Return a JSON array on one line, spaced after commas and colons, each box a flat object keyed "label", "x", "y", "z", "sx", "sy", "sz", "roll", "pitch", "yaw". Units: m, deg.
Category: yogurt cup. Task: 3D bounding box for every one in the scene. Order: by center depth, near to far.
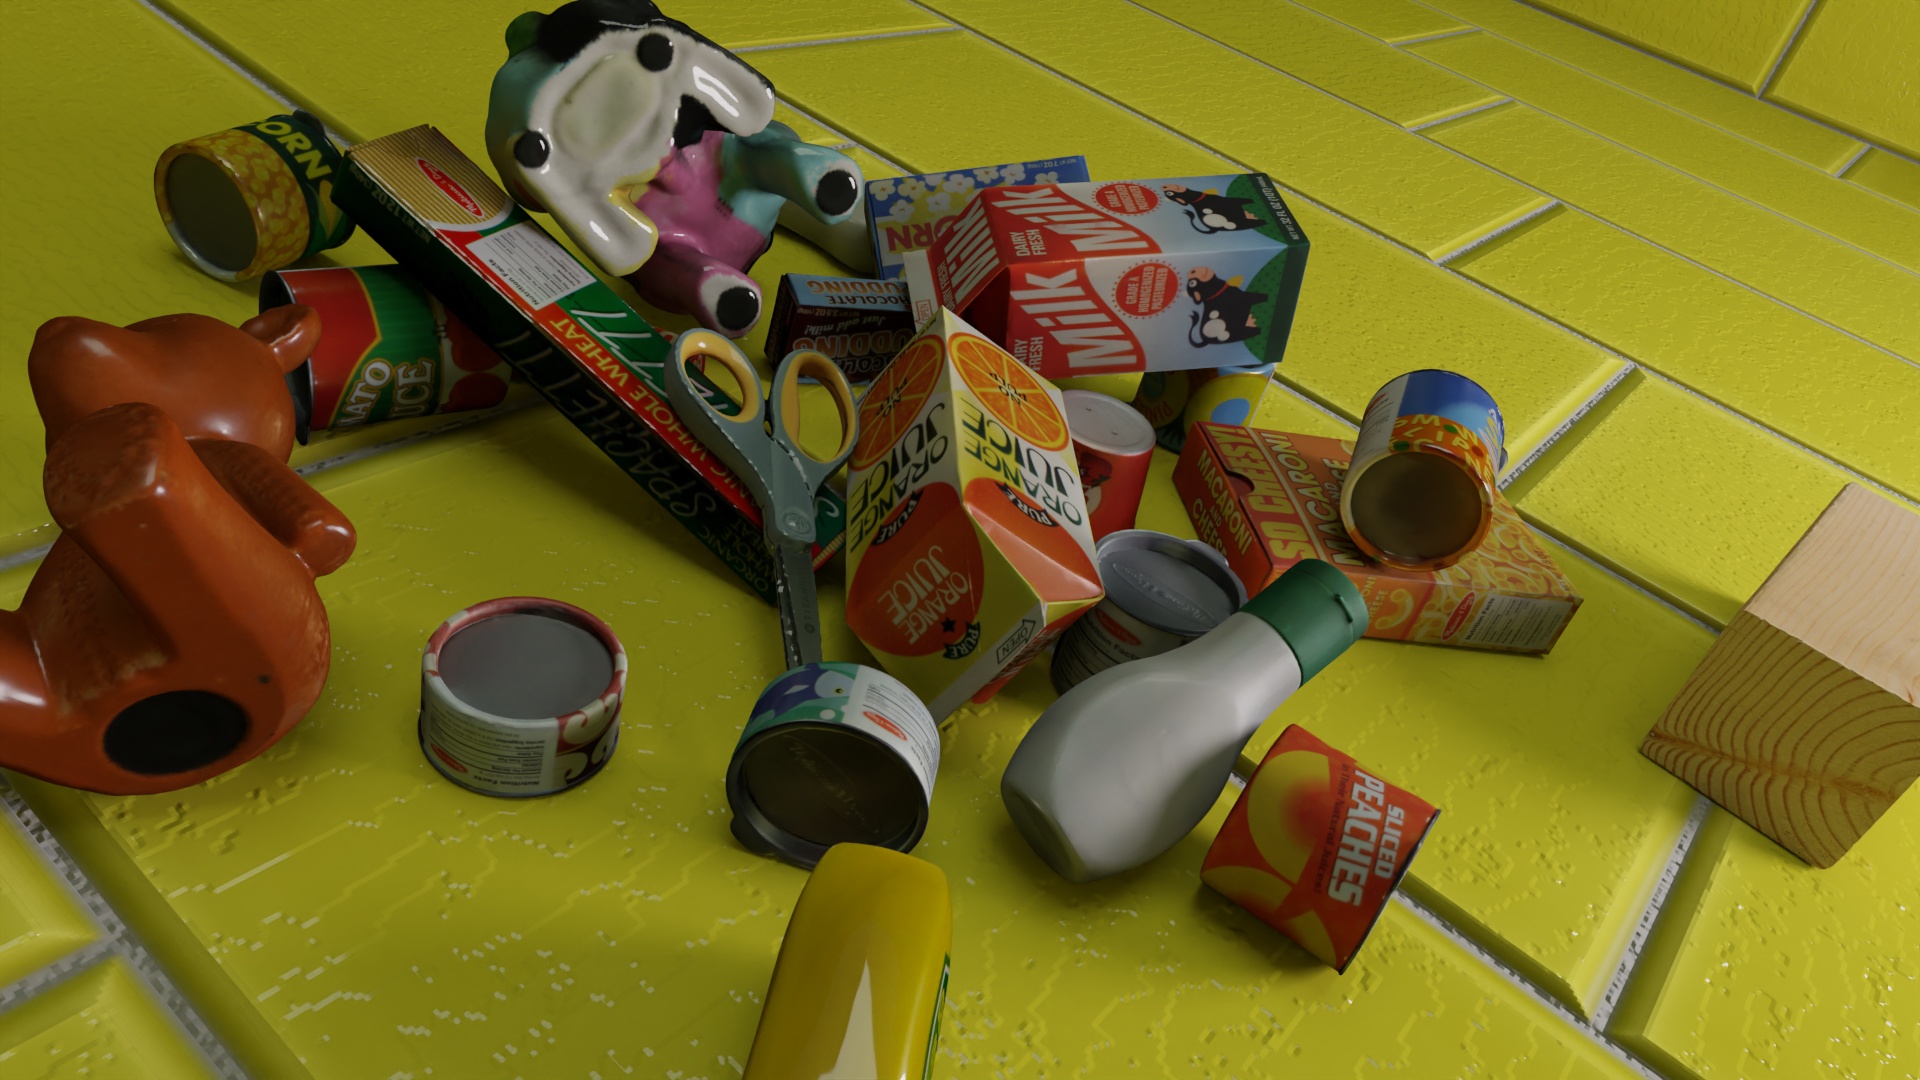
[{"label": "yogurt cup", "x": 0.059, "y": -0.036, "z": 0.662, "sx": 0.072, "sy": 0.053, "sz": 0.073, "roll": 13, "pitch": 35, "yaw": -9}]

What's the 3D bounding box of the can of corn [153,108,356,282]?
[{"label": "can of corn", "x": -0.331, "y": -0.163, "z": 0.654, "sx": 0.071, "sy": 0.070, "sz": 0.058, "roll": 26, "pitch": 36, "yaw": 12}]

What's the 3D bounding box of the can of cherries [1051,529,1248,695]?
[{"label": "can of cherries", "x": 0.078, "y": 0.037, "z": 0.565, "sx": 0.071, "sy": 0.058, "sz": 0.072, "roll": 11, "pitch": 34, "yaw": -8}]

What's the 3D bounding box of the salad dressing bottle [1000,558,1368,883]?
[{"label": "salad dressing bottle", "x": 0.084, "y": 0.060, "z": 0.497, "sx": 0.148, "sy": 0.044, "sz": 0.064, "roll": -34, "pitch": 97, "yaw": -20}]

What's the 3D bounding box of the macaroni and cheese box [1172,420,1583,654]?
[{"label": "macaroni and cheese box", "x": 0.203, "y": -0.004, "z": 0.694, "sx": 0.167, "sy": 0.040, "sz": 0.124, "roll": 6, "pitch": 35, "yaw": -16}]

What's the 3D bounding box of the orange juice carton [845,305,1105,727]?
[{"label": "orange juice carton", "x": 0.002, "y": -0.007, "z": 0.561, "sx": 0.073, "sy": 0.071, "sz": 0.194, "roll": 32, "pitch": 29, "yaw": -25}]

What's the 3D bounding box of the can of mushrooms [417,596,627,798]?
[{"label": "can of mushrooms", "x": -0.147, "y": 0.050, "z": 0.471, "sx": 0.071, "sy": 0.033, "sz": 0.071, "roll": 11, "pitch": 35, "yaw": -8}]

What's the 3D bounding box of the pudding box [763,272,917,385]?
[{"label": "pudding box", "x": -0.054, "y": -0.107, "z": 0.715, "sx": 0.084, "sy": 0.049, "sz": 0.030, "roll": 0, "pitch": 43, "yaw": -26}]

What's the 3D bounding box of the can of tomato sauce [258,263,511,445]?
[{"label": "can of tomato sauce", "x": -0.241, "y": -0.081, "z": 0.585, "sx": 0.083, "sy": 0.070, "sz": 0.071, "roll": -14, "pitch": 45, "yaw": -38}]

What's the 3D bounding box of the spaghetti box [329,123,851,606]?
[{"label": "spaghetti box", "x": -0.148, "y": -0.073, "z": 0.572, "sx": 0.250, "sy": 0.028, "sz": 0.050, "roll": 43, "pitch": 37, "yaw": -1}]

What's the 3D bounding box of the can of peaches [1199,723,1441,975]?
[{"label": "can of peaches", "x": 0.124, "y": 0.105, "z": 0.481, "sx": 0.058, "sy": 0.071, "sz": 0.071, "roll": 31, "pitch": 37, "yaw": 21}]

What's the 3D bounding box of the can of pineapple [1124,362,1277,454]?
[{"label": "can of pineapple", "x": 0.131, "y": -0.086, "z": 0.760, "sx": 0.071, "sy": 0.057, "sz": 0.071, "roll": 12, "pitch": 35, "yaw": -8}]

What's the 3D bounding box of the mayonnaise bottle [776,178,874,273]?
[{"label": "mayonnaise bottle", "x": -0.061, "y": -0.191, "z": 0.838, "sx": 0.148, "sy": 0.041, "sz": 0.065, "roll": 36, "pitch": 40, "yaw": 23}]

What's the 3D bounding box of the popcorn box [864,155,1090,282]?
[{"label": "popcorn box", "x": 0.014, "y": -0.164, "z": 0.775, "sx": 0.127, "sy": 0.038, "sz": 0.085, "roll": -8, "pitch": 67, "yaw": -5}]

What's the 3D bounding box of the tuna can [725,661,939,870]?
[{"label": "tuna can", "x": -0.043, "y": 0.076, "z": 0.456, "sx": 0.071, "sy": 0.070, "sz": 0.033, "roll": 17, "pitch": 33, "yaw": -1}]

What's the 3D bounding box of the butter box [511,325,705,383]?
[{"label": "butter box", "x": -0.178, "y": -0.089, "z": 0.659, "sx": 0.103, "sy": 0.024, "sz": 0.053, "roll": 19, "pitch": 34, "yaw": 3}]

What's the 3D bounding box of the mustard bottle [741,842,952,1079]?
[{"label": "mustard bottle", "x": -0.035, "y": 0.155, "z": 0.351, "sx": 0.049, "sy": 0.065, "sz": 0.161, "roll": 12, "pitch": 40, "yaw": 1}]

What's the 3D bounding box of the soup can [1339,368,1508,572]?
[{"label": "soup can", "x": 0.217, "y": -0.032, "z": 0.644, "sx": 0.071, "sy": 0.071, "sz": 0.084, "roll": 24, "pitch": 36, "yaw": 9}]

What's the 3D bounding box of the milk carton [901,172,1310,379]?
[{"label": "milk carton", "x": 0.068, "y": -0.132, "z": 0.701, "sx": 0.191, "sy": 0.073, "sz": 0.073, "roll": -4, "pitch": 44, "yaw": -7}]
